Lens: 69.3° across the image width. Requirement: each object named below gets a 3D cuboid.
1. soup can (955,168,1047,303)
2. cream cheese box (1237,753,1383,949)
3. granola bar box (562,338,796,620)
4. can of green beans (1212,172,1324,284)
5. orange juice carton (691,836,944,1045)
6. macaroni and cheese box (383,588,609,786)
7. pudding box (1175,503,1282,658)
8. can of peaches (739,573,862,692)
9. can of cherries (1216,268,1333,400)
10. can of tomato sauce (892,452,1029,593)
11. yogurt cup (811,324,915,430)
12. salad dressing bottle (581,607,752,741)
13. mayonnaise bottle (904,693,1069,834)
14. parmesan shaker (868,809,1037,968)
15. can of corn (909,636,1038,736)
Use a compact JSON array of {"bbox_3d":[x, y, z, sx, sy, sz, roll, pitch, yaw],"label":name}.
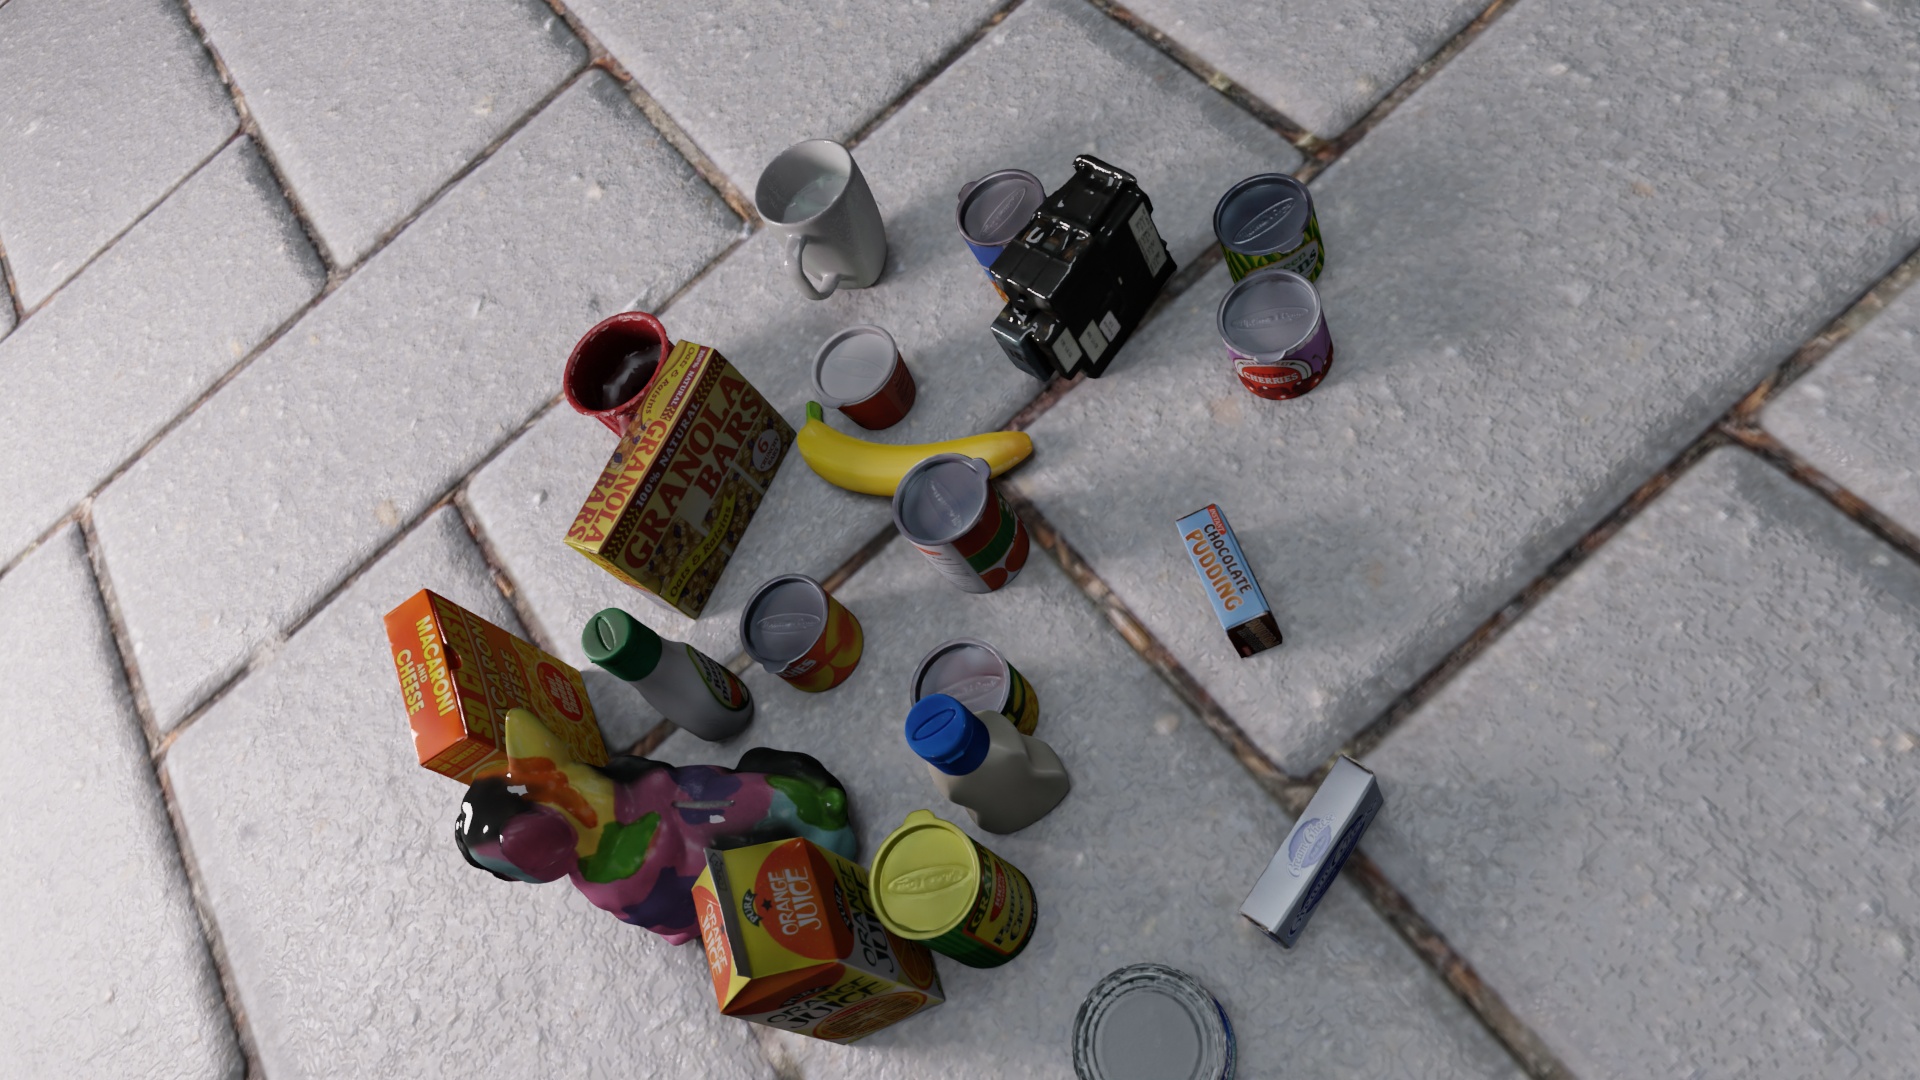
[{"bbox_3d":[0.041,-0.218,1.006,0.071,0.083,0.071,-10,62,19],"label":"soup can"},{"bbox_3d":[0.194,0.171,0.760,0.024,0.053,0.104,30,80,32],"label":"cream cheese box"},{"bbox_3d":[-0.195,-0.041,0.995,0.039,0.124,0.166,18,73,30],"label":"granola bar box"},{"bbox_3d":[0.210,-0.204,0.941,0.071,0.057,0.071,-10,62,19],"label":"can of green beans"},{"bbox_3d":[-0.085,0.223,0.772,0.073,0.192,0.072,-27,58,9],"label":"orange juice carton"},{"bbox_3d":[-0.305,0.116,0.938,0.040,0.166,0.124,-34,57,5],"label":"macaroni and cheese box"},{"bbox_3d":[0.165,0.024,0.850,0.030,0.049,0.084,-26,58,10],"label":"pudding box"},{"bbox_3d":[-0.107,0.066,0.942,0.071,0.058,0.071,-10,62,19],"label":"can of peaches"},{"bbox_3d":[0.205,-0.131,0.906,0.071,0.058,0.072,-10,62,19],"label":"can of cherries"},{"bbox_3d":[0.003,-0.012,0.918,0.071,0.083,0.071,-10,62,19],"label":"can of tomato sauce"},{"bbox_3d":[-0.068,-0.117,1.020,0.072,0.053,0.072,-10,62,19],"label":"yogurt cup"},{"bbox_3d":[-0.192,0.088,0.914,0.044,0.147,0.064,-35,57,4],"label":"salad dressing bottle"},{"bbox_3d":[0.013,0.128,0.804,0.065,0.147,0.041,-34,57,5],"label":"mayonnaise bottle"},{"bbox_3d":[-0.002,0.202,0.800,0.071,0.103,0.071,-10,62,19],"label":"parmesan shaker"},{"bbox_3d":[0.010,0.104,0.871,0.071,0.058,0.071,-10,62,19],"label":"can of corn"}]
